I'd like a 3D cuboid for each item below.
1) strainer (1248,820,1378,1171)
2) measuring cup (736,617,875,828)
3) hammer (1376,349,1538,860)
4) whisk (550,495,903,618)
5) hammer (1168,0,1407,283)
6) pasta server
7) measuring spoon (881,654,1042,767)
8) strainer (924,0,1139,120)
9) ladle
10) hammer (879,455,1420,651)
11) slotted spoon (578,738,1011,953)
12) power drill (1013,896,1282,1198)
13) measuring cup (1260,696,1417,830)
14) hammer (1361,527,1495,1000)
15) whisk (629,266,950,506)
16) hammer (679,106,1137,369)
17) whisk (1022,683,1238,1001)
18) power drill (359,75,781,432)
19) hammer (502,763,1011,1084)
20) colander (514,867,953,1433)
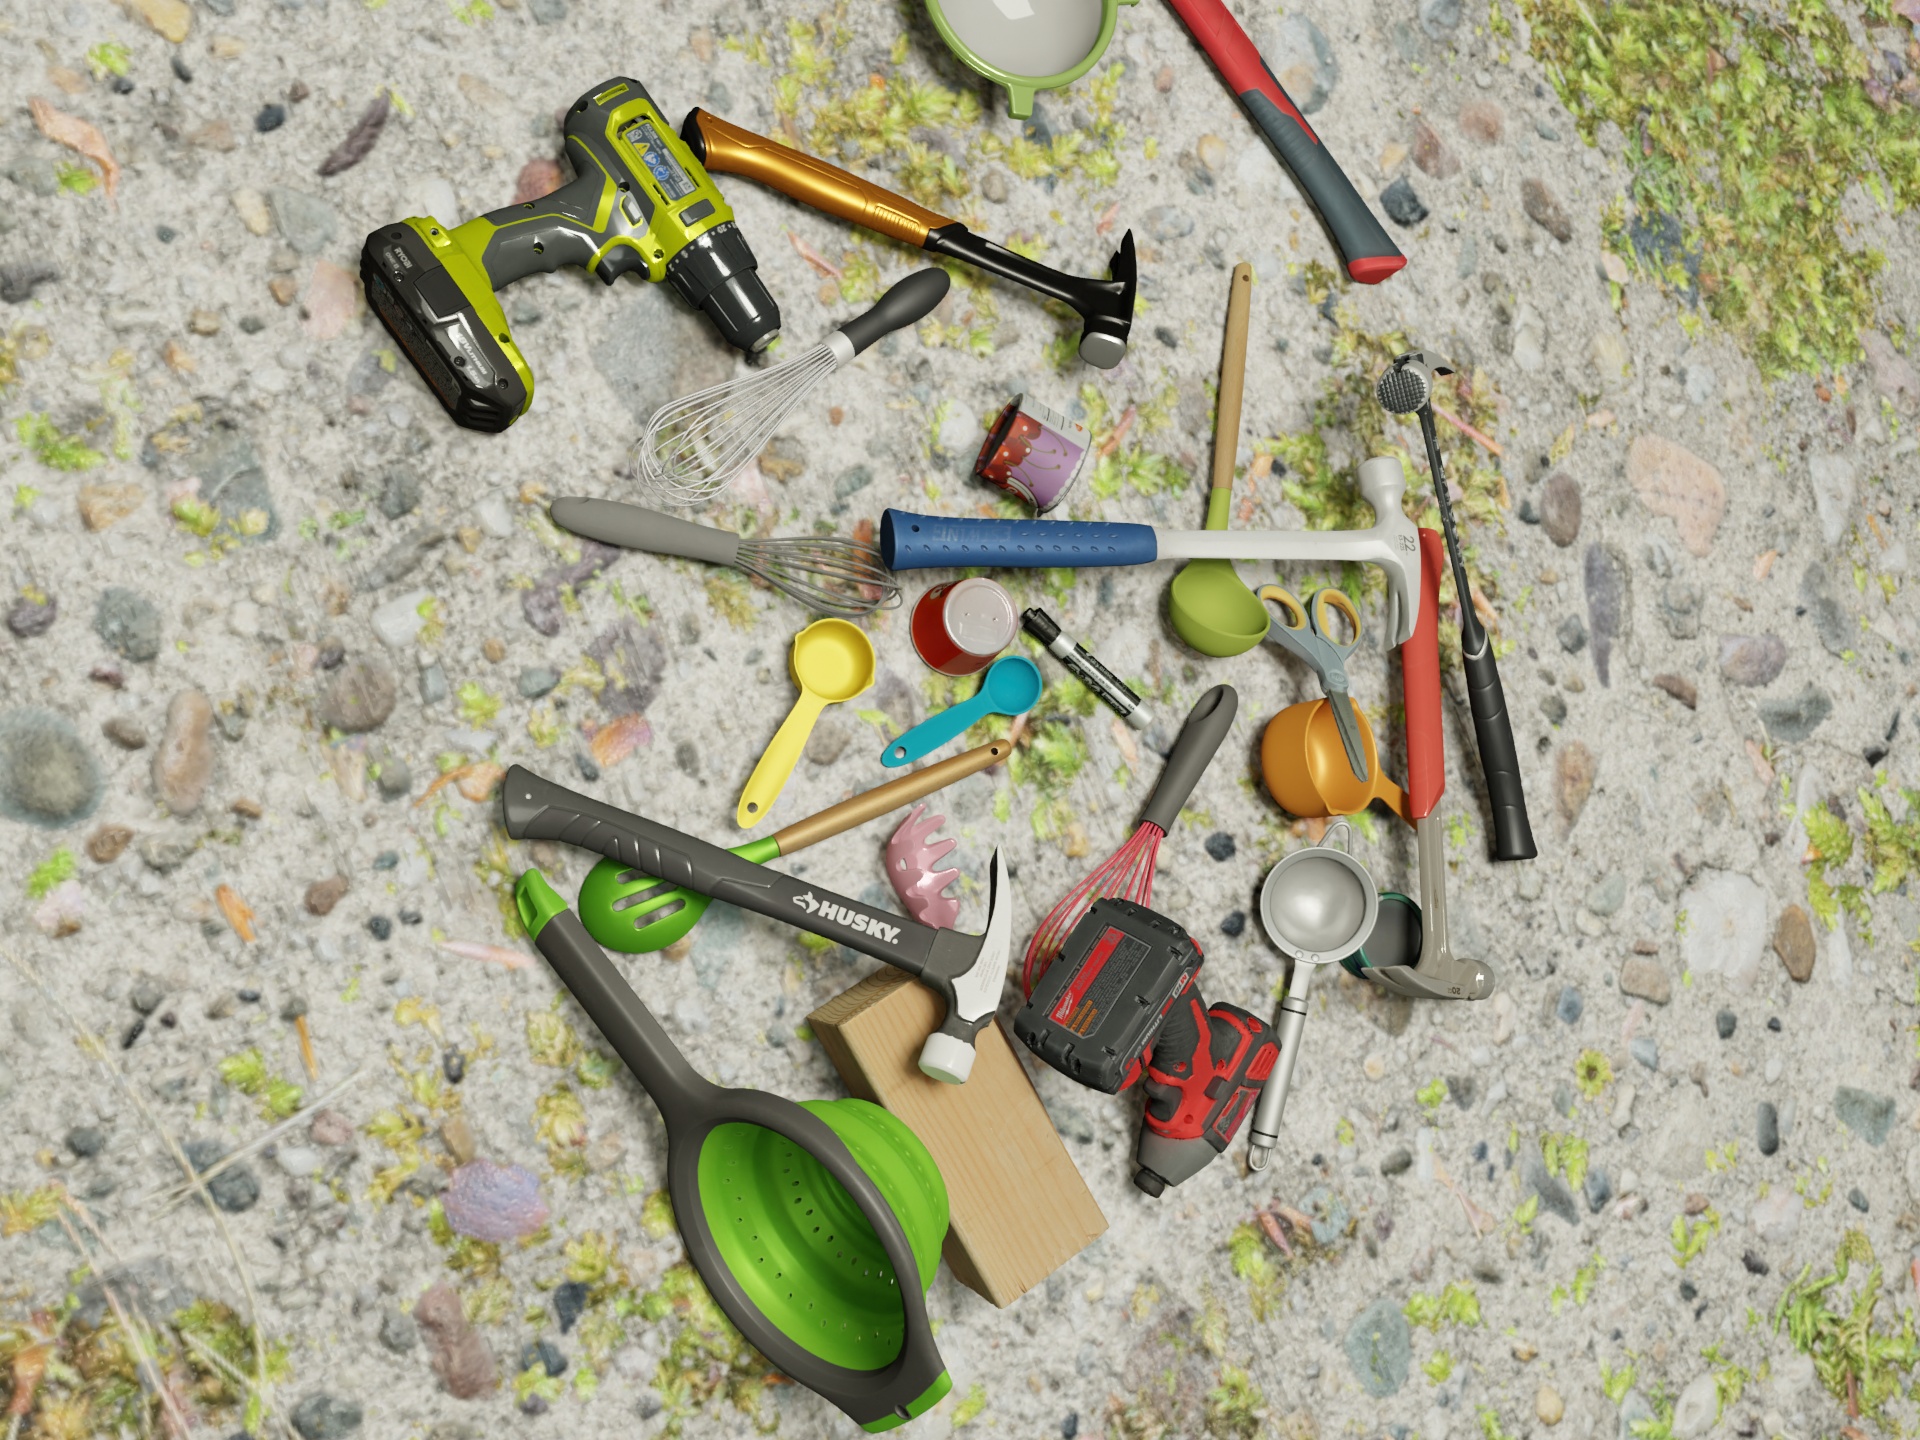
[{"bbox_3d":[0.244,0.199,1.158,0.087,0.050,0.258,15,84,0],"label":"strainer"},{"bbox_3d":[-0.110,0.004,1.057,0.062,0.029,0.156,32,74,-14],"label":"measuring cup"},{"bbox_3d":[0.381,-0.079,1.195,0.149,0.036,0.408,-43,120,-58],"label":"hammer"},{"bbox_3d":[-0.151,-0.110,1.050,0.239,0.055,0.055,12,79,-14],"label":"whisk"},{"bbox_3d":[0.236,-0.514,1.248,0.143,0.038,0.386,-42,98,-21],"label":"hammer"},{"bbox_3d":[0.026,0.206,1.077,0.316,0.040,0.060,64,26,-5],"label":"pasta server"},{"bbox_3d":[-0.002,-0.004,1.109,0.128,0.021,0.042,-31,101,-12],"label":"measuring spoon"},{"bbox_3d":[-0.005,-0.554,1.147,0.256,0.069,0.151,42,74,-10],"label":"strainer"},{"bbox_3d":[0.203,-0.200,1.187,0.078,0.062,0.320,11,77,-16],"label":"ladle"},{"bbox_3d":[0.144,-0.118,1.105,0.405,0.035,0.144,-2,74,-19],"label":"hammer"},{"bbox_3d":[-0.101,0.071,1.055,0.313,0.031,0.070,-22,86,-23],"label":"slotted spoon"},{"bbox_3d":[0.130,0.223,1.050,0.143,0.079,0.219,-54,137,-14],"label":"power drill"},{"bbox_3d":[0.290,0.048,1.193,0.173,0.052,0.095,34,61,-34],"label":"measuring cup"},{"bbox_3d":[0.342,0.025,1.186,0.149,0.037,0.359,18,68,-44],"label":"hammer"},{"bbox_3d":[-0.108,-0.235,1.077,0.284,0.070,0.070,-41,98,-25],"label":"whisk"},{"bbox_3d":[-0.032,-0.354,1.118,0.336,0.034,0.127,19,52,-12],"label":"hammer"},{"bbox_3d":[0.126,0.092,1.120,0.073,0.073,0.296,37,67,-12],"label":"whisk"},{"bbox_3d":[-0.243,-0.284,1.022,0.228,0.080,0.190,-38,96,-23],"label":"power drill"},{"bbox_3d":[-0.127,0.097,0.984,0.335,0.035,0.146,21,64,2],"label":"hammer"},{"bbox_3d":[-0.126,0.236,0.976,0.397,0.204,0.094,50,43,10],"label":"colander"}]
